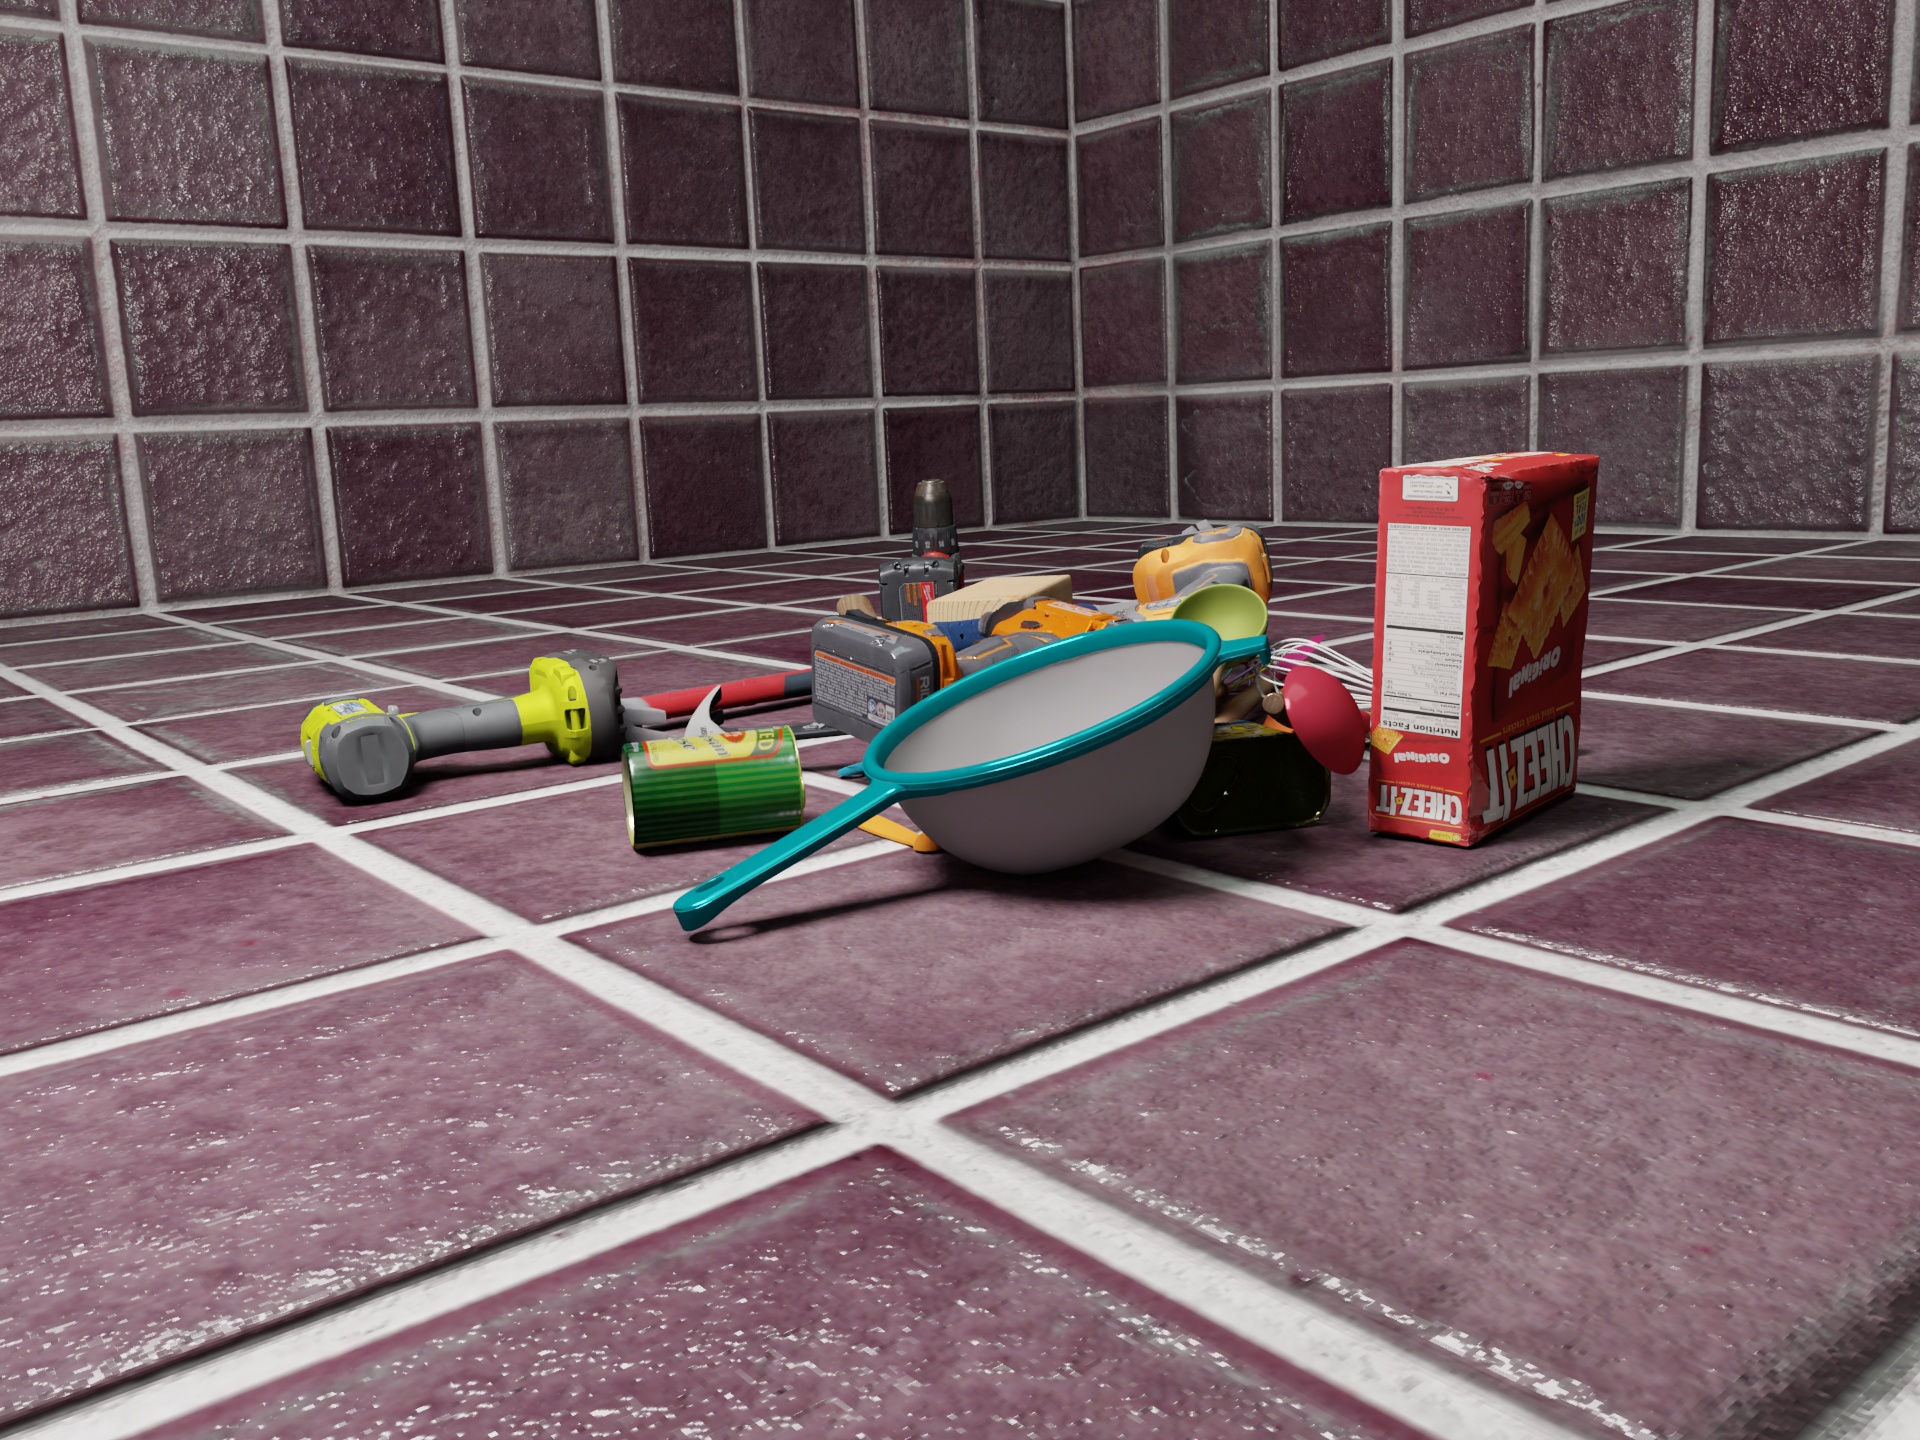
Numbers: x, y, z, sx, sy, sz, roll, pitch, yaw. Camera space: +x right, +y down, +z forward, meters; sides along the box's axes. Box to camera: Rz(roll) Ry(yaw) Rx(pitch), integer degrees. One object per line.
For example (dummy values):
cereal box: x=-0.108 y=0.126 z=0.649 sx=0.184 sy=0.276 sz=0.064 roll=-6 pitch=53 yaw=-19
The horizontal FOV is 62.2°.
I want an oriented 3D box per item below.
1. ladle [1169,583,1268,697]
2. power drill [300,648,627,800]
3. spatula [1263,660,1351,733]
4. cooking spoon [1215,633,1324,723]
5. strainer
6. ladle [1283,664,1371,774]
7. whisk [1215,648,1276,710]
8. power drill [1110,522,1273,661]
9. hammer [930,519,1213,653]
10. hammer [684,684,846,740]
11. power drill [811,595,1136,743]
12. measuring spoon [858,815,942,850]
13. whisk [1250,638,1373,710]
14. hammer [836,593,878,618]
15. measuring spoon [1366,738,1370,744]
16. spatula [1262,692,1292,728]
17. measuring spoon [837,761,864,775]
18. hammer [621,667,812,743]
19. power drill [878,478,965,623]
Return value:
ladle: x=0.172 y=-0.045 z=1.109 sx=0.078 sy=0.062 sz=0.320 roll=-9 pitch=10 yaw=15
power drill: x=-0.394 y=0.001 z=1.241 sx=0.228 sy=0.080 sz=0.191 roll=-11 pitch=14 yaw=-28
spatula: x=0.296 y=-0.023 z=1.346 sx=0.081 sy=0.041 sz=0.322 roll=0 pitch=7 yaw=11
cooking spoon: x=0.245 y=-0.024 z=1.311 sx=0.068 sy=0.017 sz=0.319 roll=-46 pitch=-7 yaw=29
strainer: x=0.008 y=0.054 z=0.867 sx=0.340 sy=0.095 sz=0.211 roll=-30 pitch=17 yaw=-25
ladle: x=0.262 y=0.005 z=1.022 sx=0.031 sy=0.069 sz=0.315 roll=-25 pitch=-13 yaw=21
whisk: x=0.217 y=-0.029 z=1.344 sx=0.047 sy=0.051 sz=0.245 roll=35 pitch=26 yaw=10
power drill: x=0.177 y=-0.097 z=1.388 sx=0.185 sy=0.084 sz=0.226 roll=-8 pitch=20 yaw=21
hammer: x=0.130 y=-0.102 z=1.481 sx=0.405 sy=0.144 sz=0.035 roll=-12 pitch=-9 yaw=-41
hammer: x=-0.002 y=-0.004 z=1.190 sx=0.409 sy=0.036 sz=0.149 roll=-5 pitch=21 yaw=-11
power drill: x=0.007 y=-0.044 z=1.138 sx=0.226 sy=0.084 sz=0.164 roll=-12 pitch=20 yaw=-36
measuring spoon: x=-0.043 y=0.064 z=0.980 sx=0.021 sy=0.011 sz=0.117 roll=-8 pitch=12 yaw=-29
whisk: x=0.328 y=-0.014 z=1.172 sx=0.246 sy=0.058 sz=0.059 roll=16 pitch=-16 yaw=31
hammer: x=-0.077 y=-0.063 z=1.453 sx=0.130 sy=0.031 sz=0.331 roll=3 pitch=18 yaw=-14
measuring spoon: x=0.334 y=0.010 z=1.189 sx=0.124 sy=0.018 sz=0.034 roll=-13 pitch=26 yaw=-16
spatula: x=0.226 y=-0.002 z=1.050 sx=0.060 sy=0.018 sz=0.315 roll=4 pitch=-2 yaw=18
measuring spoon: x=-0.050 y=0.020 z=1.191 sx=0.042 sy=0.021 sz=0.128 roll=4 pitch=12 yaw=34
hammer: x=-0.152 y=-0.029 z=1.442 sx=0.386 sy=0.038 sz=0.143 roll=-12 pitch=15 yaw=-41
power drill: x=-0.033 y=-0.153 z=1.690 sx=0.080 sy=0.188 sz=0.227 roll=-2 pitch=14 yaw=6
